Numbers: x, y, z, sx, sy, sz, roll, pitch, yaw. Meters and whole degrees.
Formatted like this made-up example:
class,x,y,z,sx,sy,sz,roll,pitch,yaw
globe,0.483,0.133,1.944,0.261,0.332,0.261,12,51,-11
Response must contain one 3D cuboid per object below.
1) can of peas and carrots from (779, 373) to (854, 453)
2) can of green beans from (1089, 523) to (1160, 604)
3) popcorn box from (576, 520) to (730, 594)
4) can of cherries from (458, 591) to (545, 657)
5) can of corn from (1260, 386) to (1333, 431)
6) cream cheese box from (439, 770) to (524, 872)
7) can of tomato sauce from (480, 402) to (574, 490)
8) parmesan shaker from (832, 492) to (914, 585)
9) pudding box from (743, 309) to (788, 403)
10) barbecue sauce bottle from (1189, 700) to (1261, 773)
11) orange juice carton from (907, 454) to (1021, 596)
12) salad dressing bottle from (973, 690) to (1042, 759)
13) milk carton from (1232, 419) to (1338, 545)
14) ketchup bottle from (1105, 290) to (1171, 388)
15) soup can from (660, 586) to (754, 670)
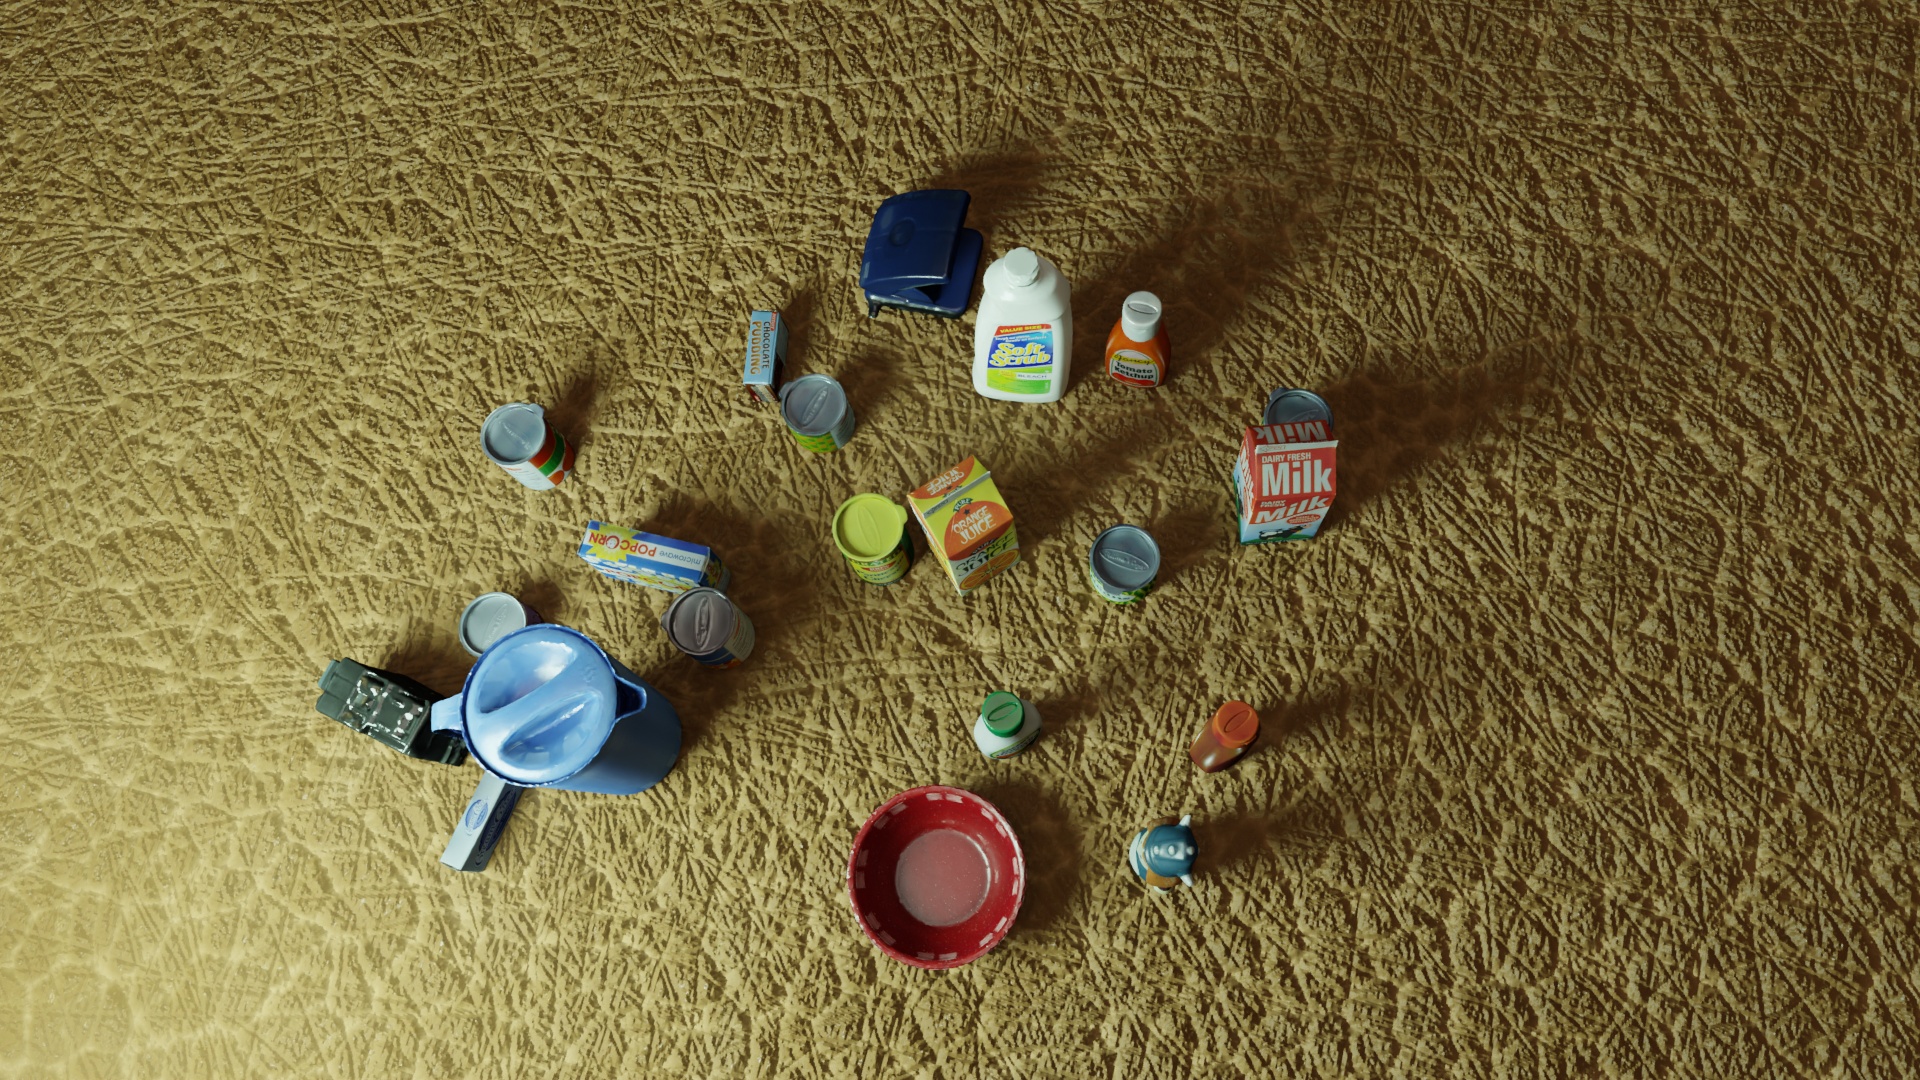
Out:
class,x,y,z,sx,sy,sz,roll,pitch,yaw
can of peas and carrots,-0.145,-0.128,1.400,0.071,0.058,0.071,-1,74,5
can of green beans,0.156,0.024,1.330,0.071,0.057,0.071,-1,74,5
popcorn box,-0.296,0.022,1.355,0.127,0.085,0.038,13,76,8
can of cherries,-0.446,0.090,1.362,0.071,0.058,0.071,-1,74,5
can of corn,0.324,-0.109,1.354,0.071,0.058,0.071,-1,74,5
cream cheese box,-0.448,0.261,1.314,0.024,0.053,0.104,21,77,11
can of tomato sauce,-0.434,-0.096,1.402,0.071,0.083,0.071,-1,74,5
parmesan shaker,-0.079,0.000,1.333,0.071,0.103,0.071,-1,74,5
pudding box,-0.199,-0.189,1.427,0.030,0.049,0.084,3,74,6
barbecue sauce bottle,0.239,0.172,1.232,0.065,0.148,0.044,-37,74,-6
orange juice carton,0.005,-0.016,1.284,0.072,0.192,0.073,-31,74,-4
salad dressing bottle,0.041,0.165,1.251,0.064,0.147,0.044,-27,74,-3
milk carton,0.296,-0.057,1.272,0.072,0.190,0.073,-4,74,4
ketchup bottle,0.173,-0.195,1.345,0.065,0.148,0.043,14,76,9
soup can,-0.241,0.085,1.332,0.071,0.083,0.071,-1,74,5
